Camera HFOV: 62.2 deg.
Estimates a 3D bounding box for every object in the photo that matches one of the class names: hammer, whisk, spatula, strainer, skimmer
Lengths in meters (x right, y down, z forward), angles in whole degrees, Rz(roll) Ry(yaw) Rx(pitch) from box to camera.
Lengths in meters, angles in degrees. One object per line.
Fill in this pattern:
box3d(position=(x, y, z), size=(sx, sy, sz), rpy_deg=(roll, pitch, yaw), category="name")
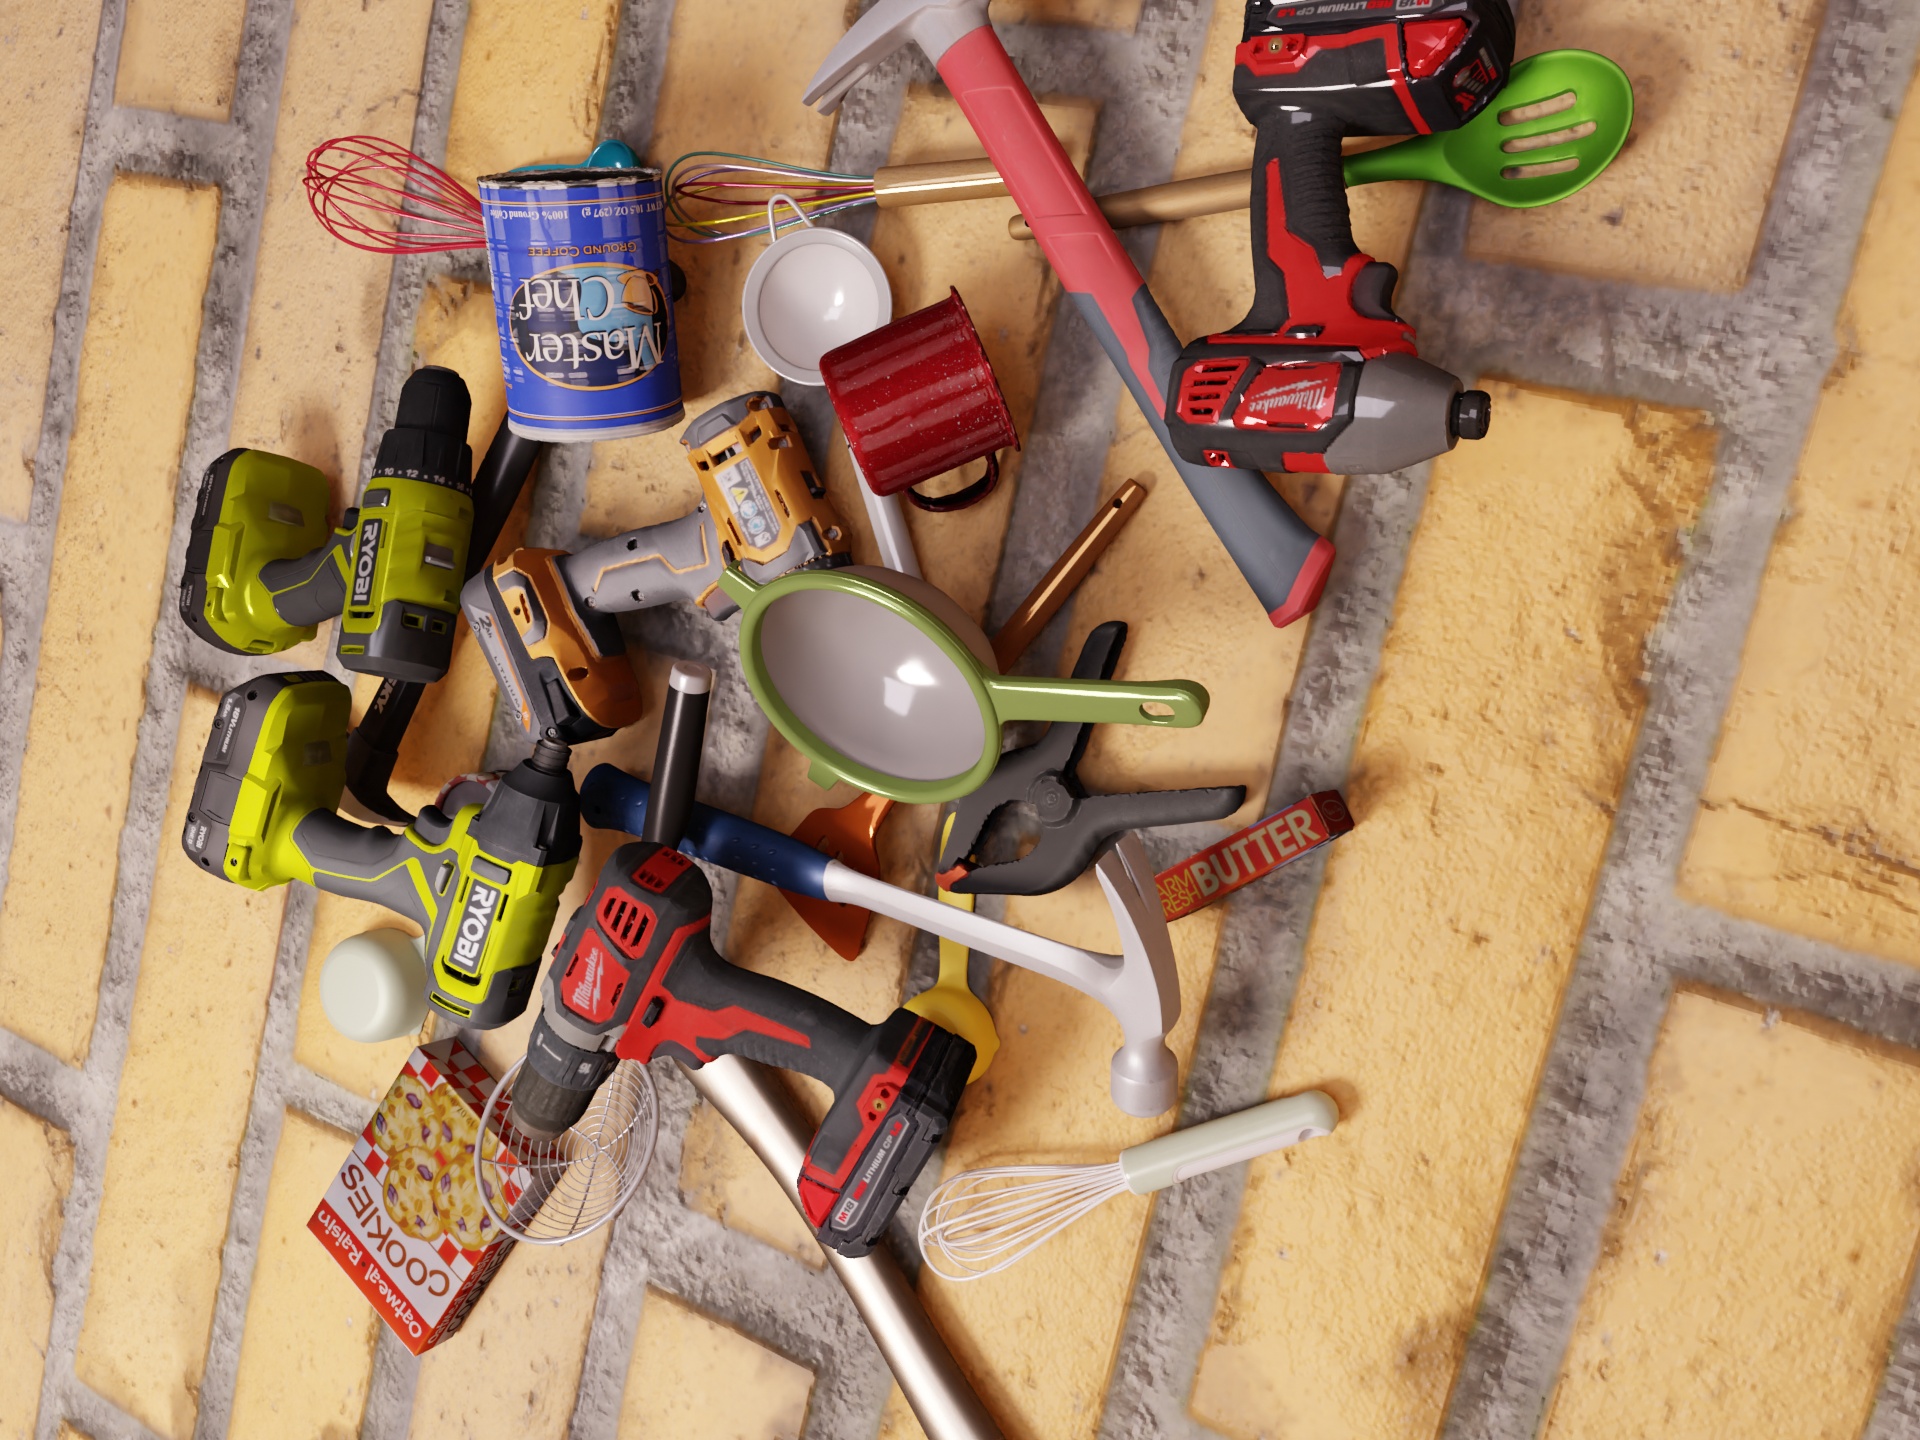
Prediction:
box3d(position=(-0.038, 0.322, 0.903), size=(0.146, 0.038, 0.411), rpy_deg=(-41, 74, 20), category="hammer")
box3d(position=(-0.064, -0.301, 0.896), size=(0.245, 0.047, 0.051), rpy_deg=(2, 105, 22), category="whisk")
box3d(position=(-0.001, -0.003, 0.884), size=(0.081, 0.041, 0.322), rpy_deg=(44, 105, 19), category="spatula")
box3d(position=(-0.061, 0.085, 0.869), size=(0.406, 0.035, 0.144), rpy_deg=(15, 122, 34), category="hammer")
box3d(position=(0.083, 0.241, 0.837), size=(0.246, 0.057, 0.059), rpy_deg=(-24, 51, 20), category="whisk")
box3d(position=(0.010, -0.029, 0.799), size=(0.256, 0.069, 0.151), rpy_deg=(3, 132, 30), category="strainer")
box3d(position=(-0.324, -0.085, 1.017), size=(0.146, 0.035, 0.334), rpy_deg=(38, 104, 38), category="hammer")
box3d(position=(-0.206, 0.136, 0.909), size=(0.127, 0.090, 0.363), rpy_deg=(32, 120, 32), category="skimmer")
box3d(position=(-0.059, -0.167, 0.896), size=(0.087, 0.050, 0.258), rpy_deg=(-17, 90, 13), category="strainer")
box3d(position=(-0.299, -0.310, 1.001), size=(0.296, 0.073, 0.073), rpy_deg=(21, 100, 18), category="whisk")
box3d(position=(0.063, -0.211, 0.815), size=(0.143, 0.038, 0.386), rpy_deg=(-32, 84, 22), category="hammer")

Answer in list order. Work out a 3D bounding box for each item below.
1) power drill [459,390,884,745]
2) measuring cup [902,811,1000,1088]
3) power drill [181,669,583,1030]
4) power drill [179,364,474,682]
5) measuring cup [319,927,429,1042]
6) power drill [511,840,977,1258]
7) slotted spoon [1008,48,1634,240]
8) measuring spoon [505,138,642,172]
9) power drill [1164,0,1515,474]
box3d(position=(-0.160, -0.060, 0.928), size=(0.226, 0.084, 0.185), rpy_deg=(-27, 87, 19), category="power drill")
box3d(position=(-0.009, 0.129, 0.886), size=(0.062, 0.029, 0.156), rpy_deg=(4, 93, 26), category="measuring cup")
box3d(position=(-0.333, 0.060, 0.940), size=(0.223, 0.080, 0.171), rpy_deg=(22, 100, 13), category="power drill")
box3d(position=(-0.394, -0.123, 1.012), size=(0.228, 0.080, 0.190), rpy_deg=(2, 82, 37), category="power drill")
box3d(position=(-0.366, 0.153, 1.055), size=(0.167, 0.038, 0.083), rpy_deg=(-41, 75, 23), category="measuring cup")
box3d(position=(-0.127, 0.191, 0.853), size=(0.226, 0.080, 0.188), rpy_deg=(30, 111, 3), category="power drill")
box3d(position=(0.166, -0.270, 0.791), size=(0.314, 0.031, 0.070), rpy_deg=(-1, 91, 28), category="slotted spoon")
box3d(position=(-0.244, -0.337, 0.997), size=(0.129, 0.021, 0.042), rpy_deg=(9, 95, 35), category="measuring spoon")
box3d(position=(0.179, -0.219, 0.718), size=(0.143, 0.078, 0.220), rpy_deg=(9, 89, 30), category="power drill")
